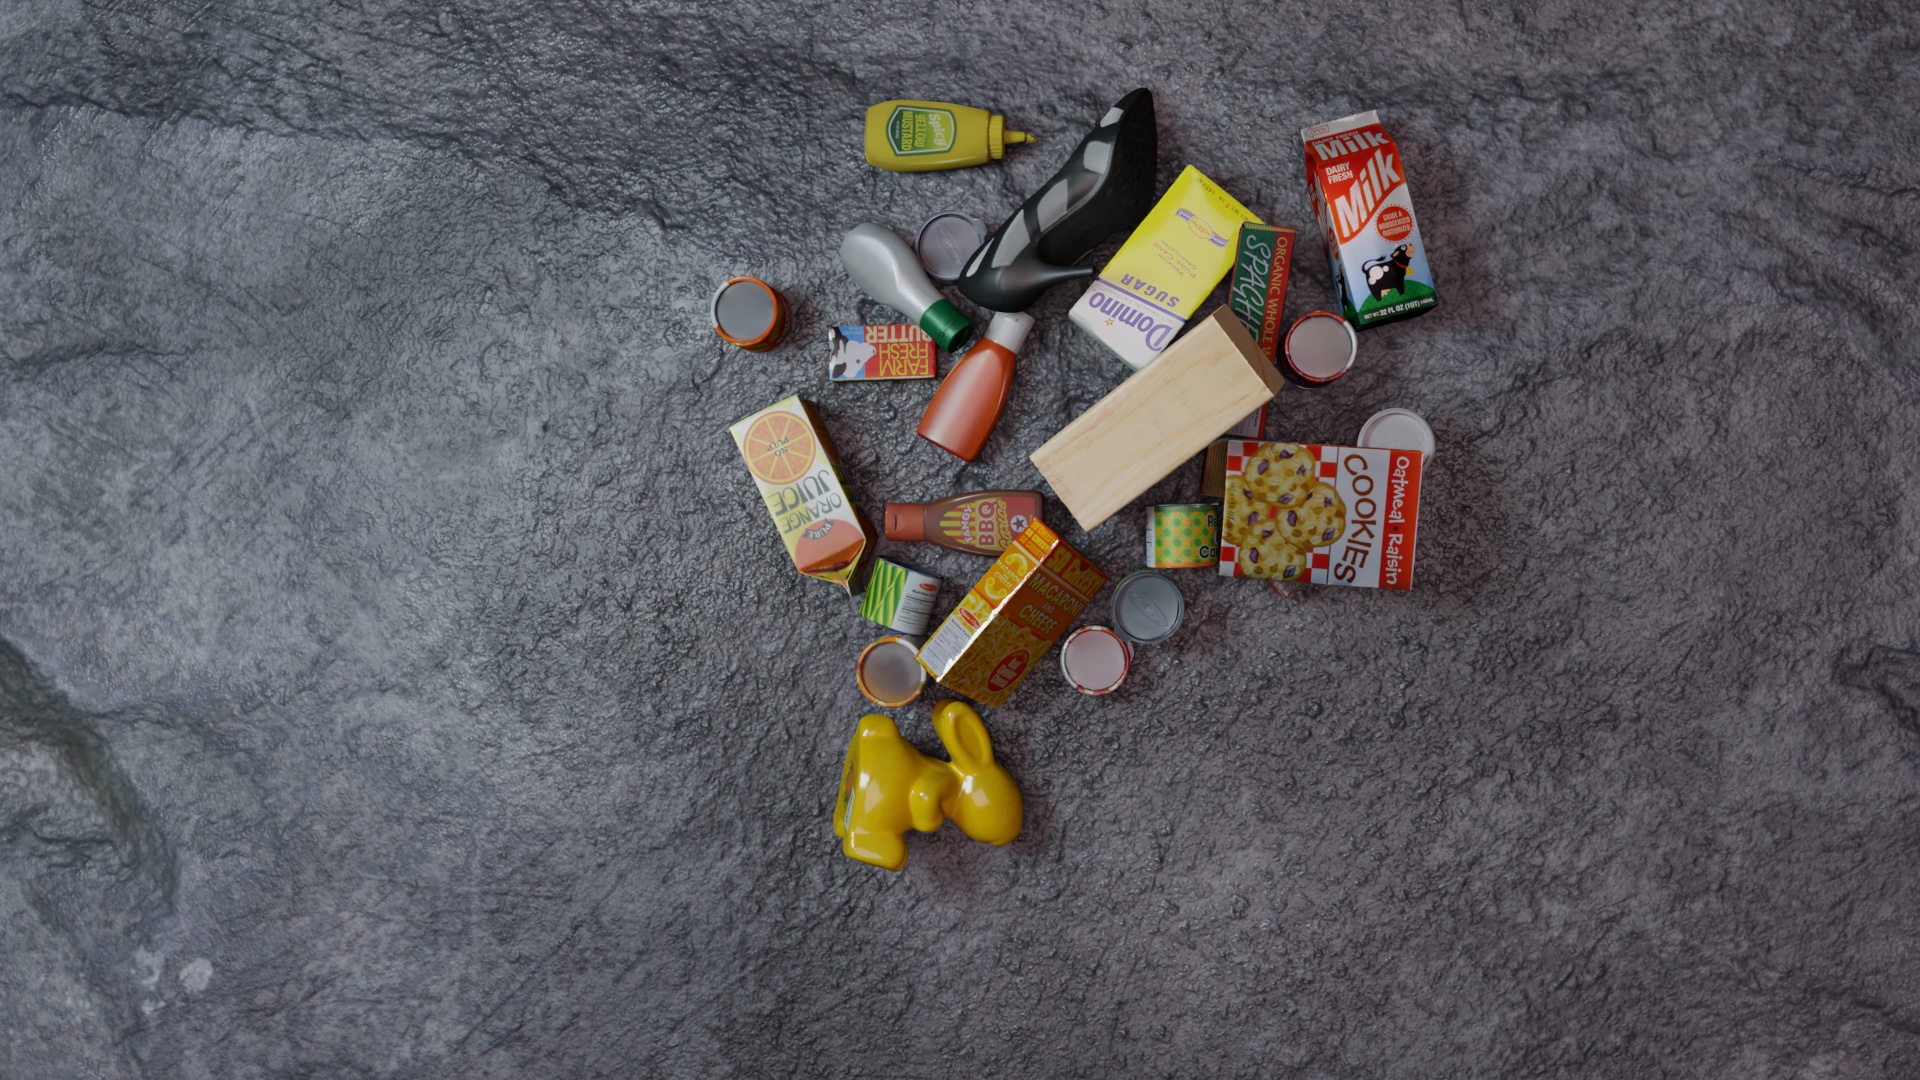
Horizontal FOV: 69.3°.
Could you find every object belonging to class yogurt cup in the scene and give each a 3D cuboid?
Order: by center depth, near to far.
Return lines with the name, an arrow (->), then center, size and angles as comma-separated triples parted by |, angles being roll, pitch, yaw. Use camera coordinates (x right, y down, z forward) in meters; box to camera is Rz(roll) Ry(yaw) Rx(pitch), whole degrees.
yogurt cup -> 0.392, -0.085, 1.266 | 0.072, 0.054, 0.072 | 0, 91, 6

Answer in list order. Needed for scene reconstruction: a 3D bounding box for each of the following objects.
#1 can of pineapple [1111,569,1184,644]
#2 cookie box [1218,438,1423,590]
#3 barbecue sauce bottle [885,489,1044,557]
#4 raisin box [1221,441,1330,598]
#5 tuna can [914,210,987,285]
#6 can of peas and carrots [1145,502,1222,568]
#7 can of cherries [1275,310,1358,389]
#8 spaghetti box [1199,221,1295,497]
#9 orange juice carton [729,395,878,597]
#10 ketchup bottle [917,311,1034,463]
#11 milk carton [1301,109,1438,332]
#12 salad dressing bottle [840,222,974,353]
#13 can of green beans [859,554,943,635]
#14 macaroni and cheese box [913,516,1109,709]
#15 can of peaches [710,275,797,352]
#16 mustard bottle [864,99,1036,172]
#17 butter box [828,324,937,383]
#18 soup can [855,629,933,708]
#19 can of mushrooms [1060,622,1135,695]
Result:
can of pineapple -> 0.171, 0.062, 1.287 | 0.071, 0.058, 0.071 | 0, 90, 6
cookie box -> 0.319, -0.024, 1.233 | 0.167, 0.040, 0.122 | 4, 96, 11
barbecue sauce bottle -> 0.005, -0.016, 1.309 | 0.148, 0.044, 0.065 | 1, 92, 6
raisin box -> 0.316, -0.019, 1.282 | 0.123, 0.040, 0.086 | -41, 86, 4
tuna can -> -0.006, -0.278, 1.314 | 0.071, 0.033, 0.071 | 0, 91, 6
can of peas and carrots -> 0.206, -0.005, 1.278 | 0.071, 0.071, 0.058 | -1, 92, 6
can of cherries -> 0.323, -0.173, 1.270 | 0.071, 0.058, 0.071 | 0, 91, 5
spaghetti box -> 0.261, -0.162, 1.267 | 0.050, 0.029, 0.249 | 8, 103, 4
orange juice carton -> -0.137, -0.035, 1.309 | 0.073, 0.072, 0.192 | -26, 88, 6
ketchup bottle -> 0.019, -0.150, 1.307 | 0.065, 0.043, 0.148 | 29, 93, 6
milk carton -> 0.366, -0.290, 1.257 | 0.072, 0.073, 0.190 | -14, 89, 6
salad dressing bottle -> -0.049, -0.235, 1.294 | 0.148, 0.044, 0.064 | 46, 135, 17
can of green beans -> -0.056, 0.051, 1.304 | 0.071, 0.071, 0.057 | 19, 93, 5
macaroni and cheese box -> 0.050, 0.070, 1.266 | 0.166, 0.123, 0.040 | -49, 58, 4
can of peaches -> -0.196, -0.214, 1.320 | 0.071, 0.058, 0.071 | 0, 90, 6
mustard bottle -> -0.009, -0.380, 1.305 | 0.160, 0.049, 0.065 | 1, 92, 6
butter box -> -0.073, -0.179, 1.325 | 0.103, 0.024, 0.053 | -1, 91, 6
soup can -> -0.061, 0.120, 1.297 | 0.071, 0.084, 0.071 | 0, 91, 6
can of mushrooms -> 0.129, 0.111, 1.304 | 0.071, 0.033, 0.071 | 0, 90, 6
